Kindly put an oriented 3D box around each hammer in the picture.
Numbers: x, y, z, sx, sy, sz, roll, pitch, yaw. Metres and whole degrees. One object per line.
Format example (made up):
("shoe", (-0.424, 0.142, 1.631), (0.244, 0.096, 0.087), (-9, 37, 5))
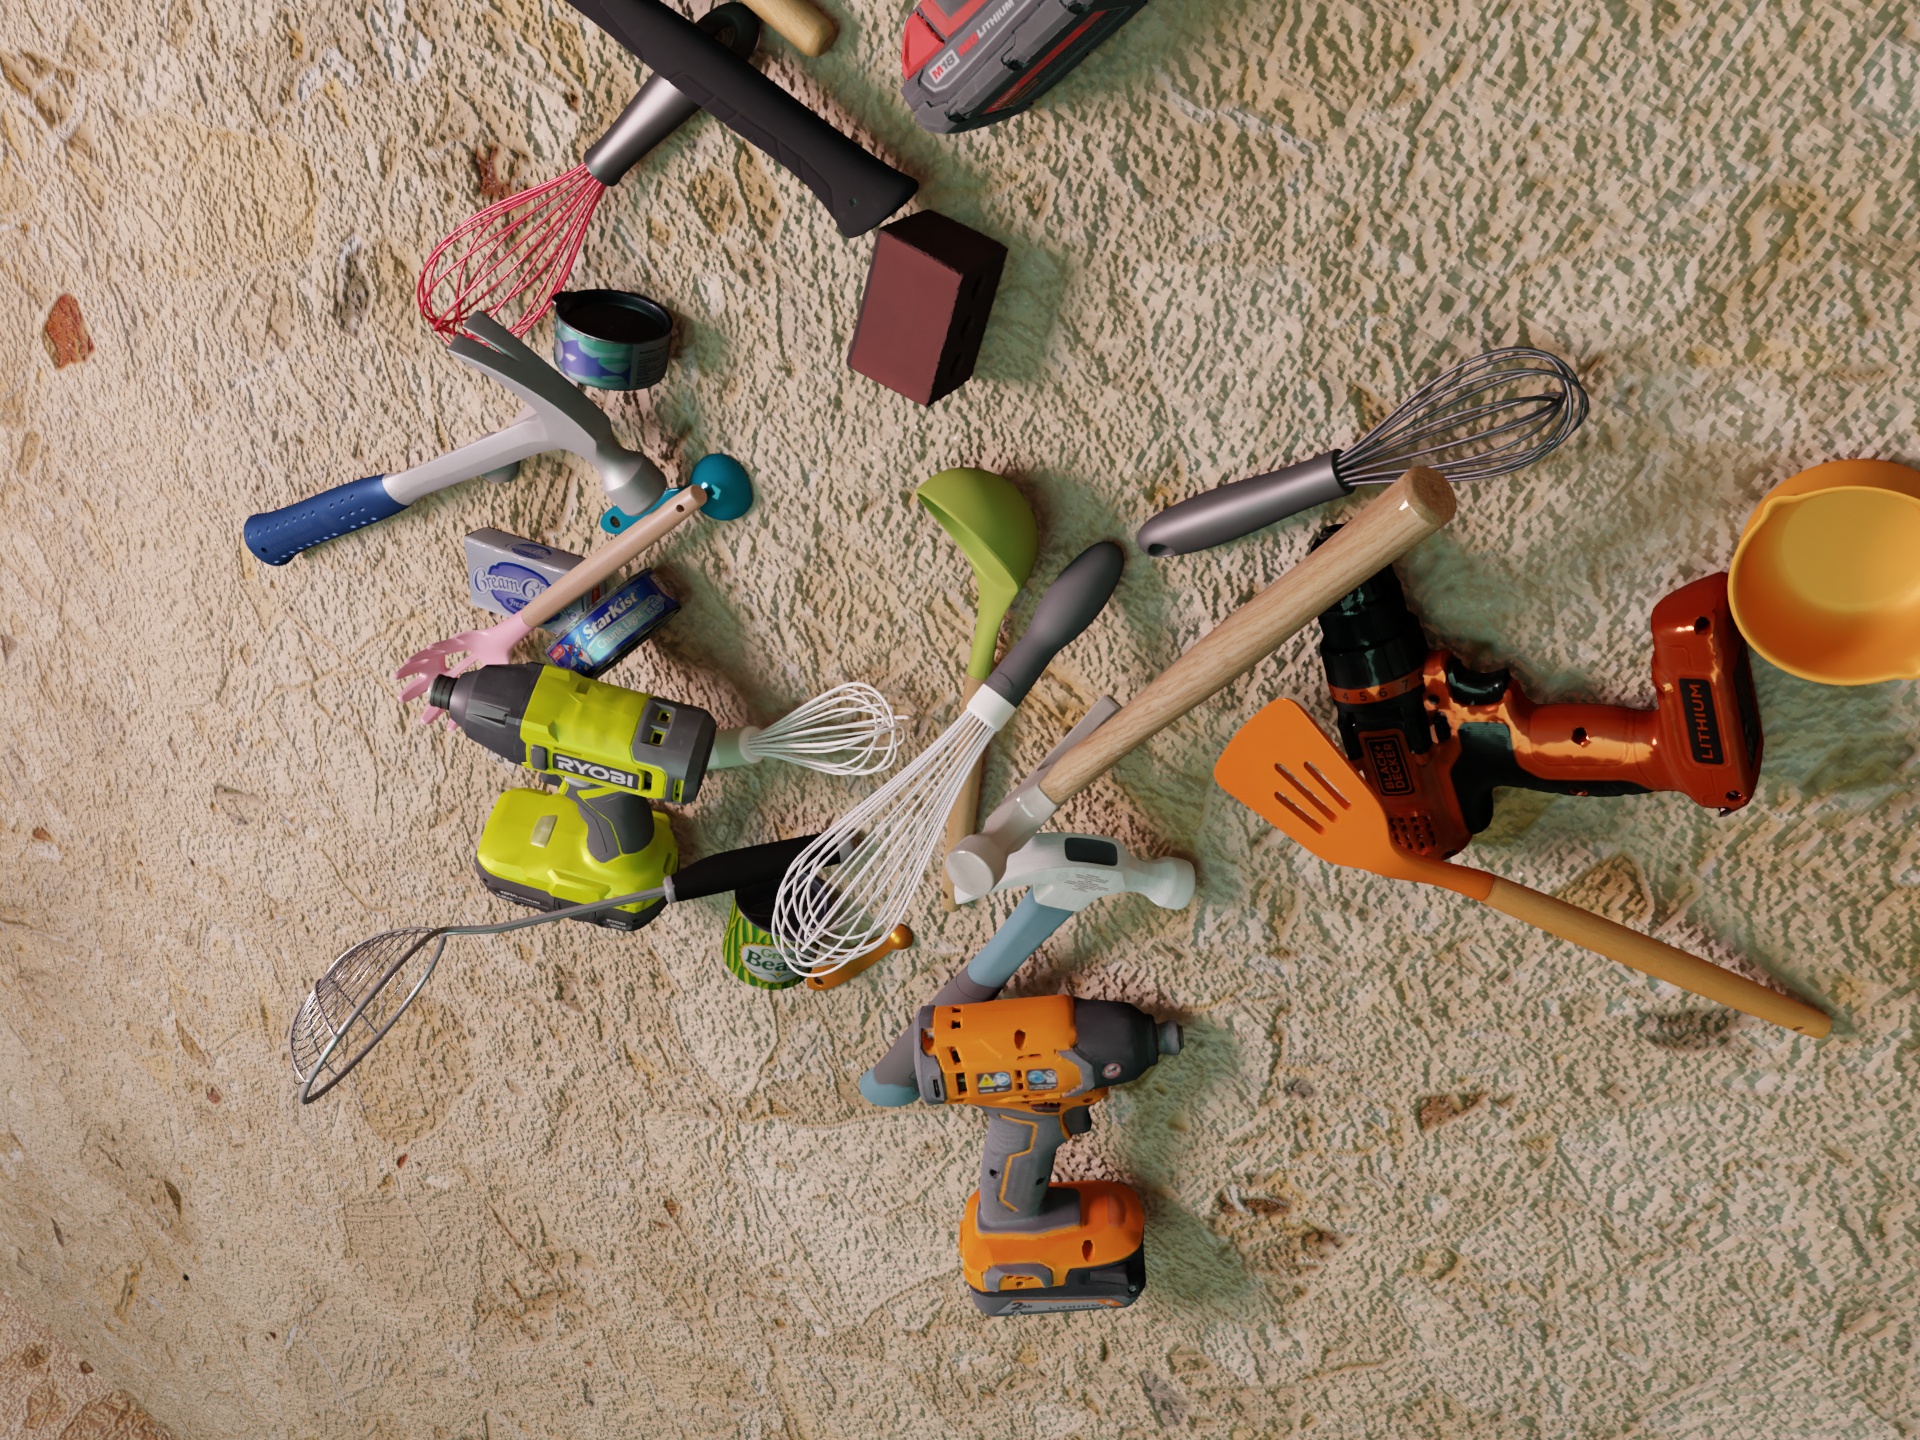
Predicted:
("hammer", (-0.367, -0.159, 1.045), (0.405, 0.035, 0.144), (-8, 137, 41))
("hammer", (-0.162, -0.354, 0.785), (0.335, 0.035, 0.146), (36, 131, -1))
("hammer", (0.114, -0.020, 0.781), (0.031, 0.130, 0.331), (47, 136, -1))
("hammer", (0.013, 0.168, 1.011), (0.128, 0.033, 0.331), (15, 139, -19))

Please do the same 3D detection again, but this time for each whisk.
("whisk", (0.178, -0.118, 0.752), (0.239, 0.055, 0.055), (-17, 107, 42))
("whisk", (-0.157, -0.418, 0.790), (0.245, 0.047, 0.051), (40, 129, 0))
("whisk", (-0.129, 0.015, 1.023), (0.246, 0.059, 0.058), (-8, 100, 40))
("whisk", (-0.003, 0.019, 0.846), (0.070, 0.070, 0.284), (38, 89, 7))
("whisk", (-0.212, -0.296, 0.886), (0.296, 0.073, 0.073), (-30, 99, 34))

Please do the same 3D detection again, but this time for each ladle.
("ladle", (-0.001, -0.003, 0.927), (0.078, 0.062, 0.320), (43, 140, 38))

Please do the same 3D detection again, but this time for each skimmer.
("skimmer", (-0.237, 0.150, 1.006), (0.127, 0.363, 0.090), (128, 128, -75))

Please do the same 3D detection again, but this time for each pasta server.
("pasta server", (-0.267, -0.073, 1.029), (0.316, 0.040, 0.060), (-27, 113, 38))

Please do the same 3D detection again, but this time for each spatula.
("spatula", (0.277, 0.082, 0.771), (0.322, 0.041, 0.081), (23, 144, -5))

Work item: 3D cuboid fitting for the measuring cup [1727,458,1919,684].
("measuring cup", (0.394, -0.085, 0.633), (0.095, 0.052, 0.173), (49, 129, -2))

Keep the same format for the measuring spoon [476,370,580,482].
("measuring spoon", (-0.279, -0.188, 1.013), (0.124, 0.018, 0.034), (-31, 98, 41))

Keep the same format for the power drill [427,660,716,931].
("power drill", (-0.254, 0.046, 1.037), (0.171, 0.080, 0.223), (15, 146, -4))

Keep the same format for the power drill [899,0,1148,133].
("power drill", (-0.035, -0.379, 0.712), (0.188, 0.080, 0.226), (-29, 97, 40))

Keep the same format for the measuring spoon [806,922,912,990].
("measuring spoon", (-0.073, 0.167, 1.101), (0.117, 0.011, 0.021), (-33, 97, 40))

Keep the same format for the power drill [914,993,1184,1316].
("power drill", (0.065, 0.271, 1.012), (0.164, 0.084, 0.226), (-6, 119, 5))

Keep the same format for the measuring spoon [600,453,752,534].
("measuring spoon", (-0.183, -0.131, 0.984), (0.128, 0.021, 0.042), (-11, 111, 35))
